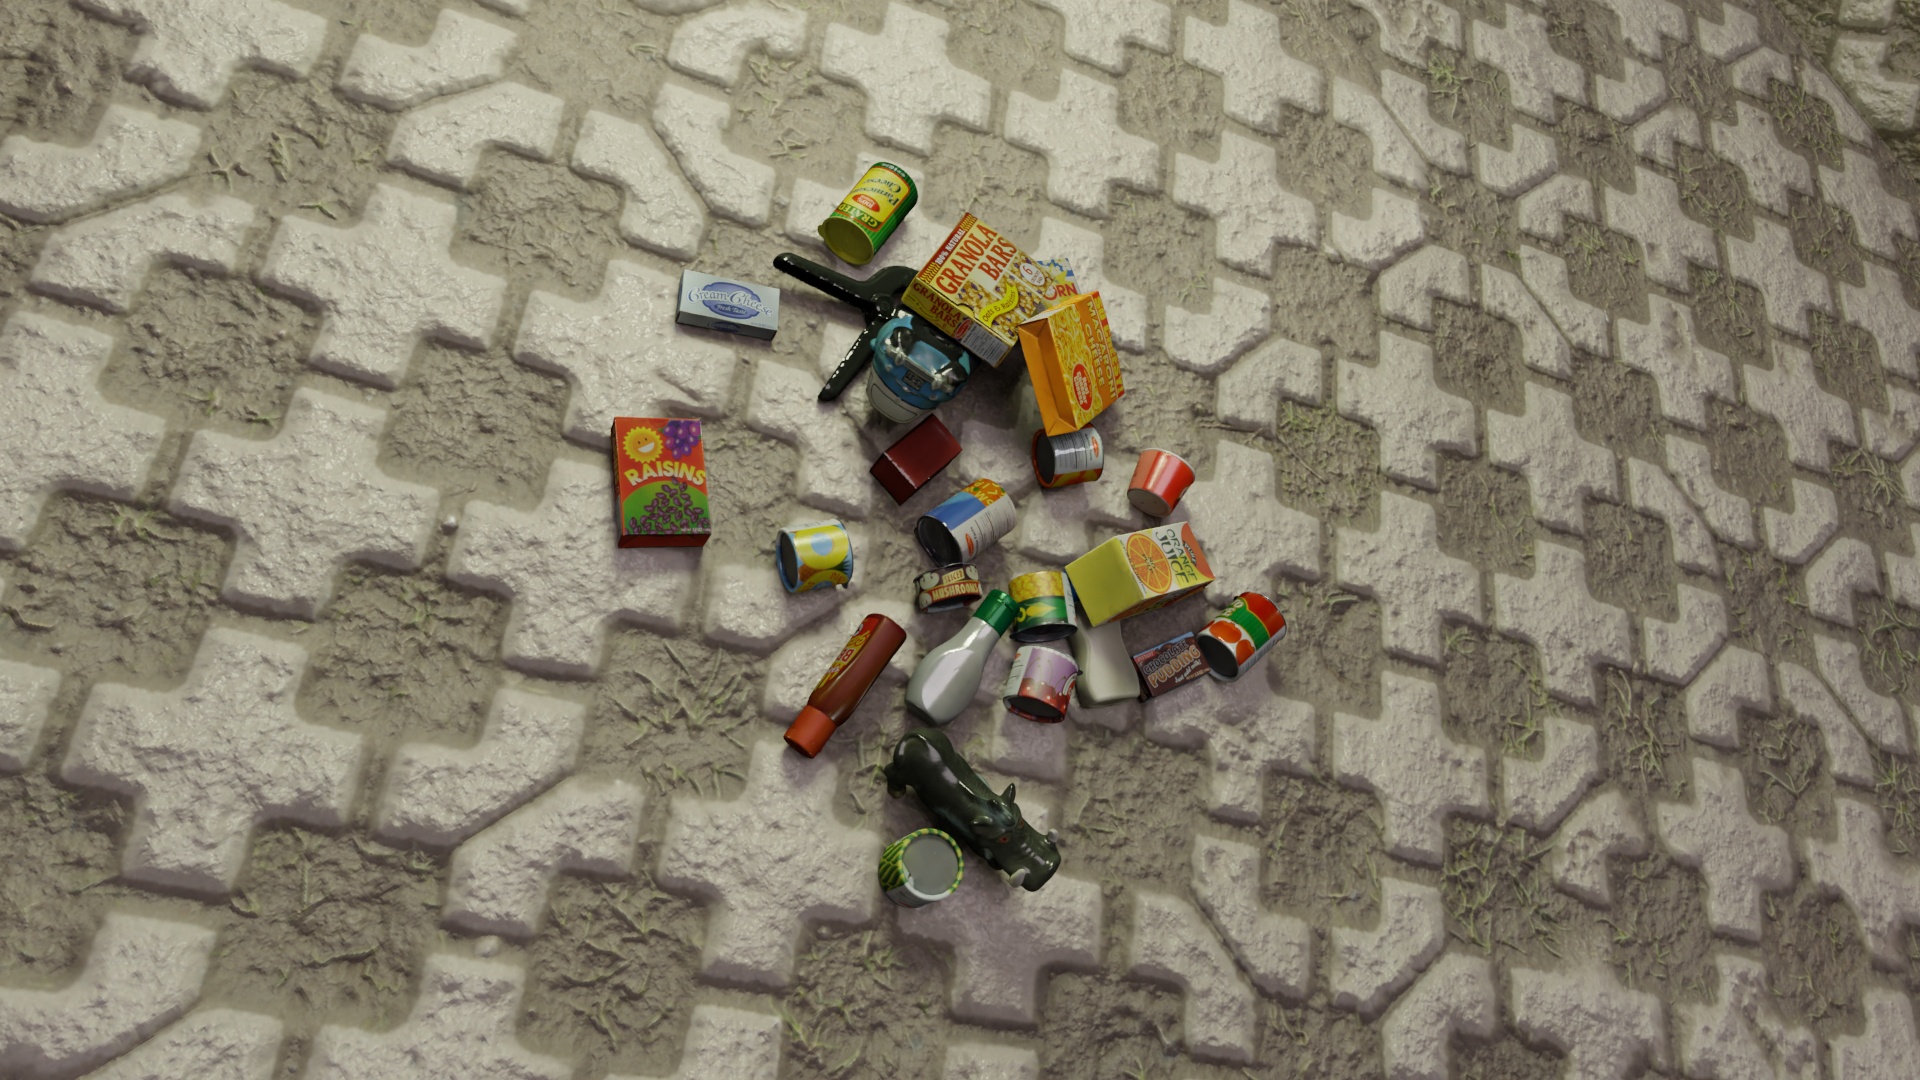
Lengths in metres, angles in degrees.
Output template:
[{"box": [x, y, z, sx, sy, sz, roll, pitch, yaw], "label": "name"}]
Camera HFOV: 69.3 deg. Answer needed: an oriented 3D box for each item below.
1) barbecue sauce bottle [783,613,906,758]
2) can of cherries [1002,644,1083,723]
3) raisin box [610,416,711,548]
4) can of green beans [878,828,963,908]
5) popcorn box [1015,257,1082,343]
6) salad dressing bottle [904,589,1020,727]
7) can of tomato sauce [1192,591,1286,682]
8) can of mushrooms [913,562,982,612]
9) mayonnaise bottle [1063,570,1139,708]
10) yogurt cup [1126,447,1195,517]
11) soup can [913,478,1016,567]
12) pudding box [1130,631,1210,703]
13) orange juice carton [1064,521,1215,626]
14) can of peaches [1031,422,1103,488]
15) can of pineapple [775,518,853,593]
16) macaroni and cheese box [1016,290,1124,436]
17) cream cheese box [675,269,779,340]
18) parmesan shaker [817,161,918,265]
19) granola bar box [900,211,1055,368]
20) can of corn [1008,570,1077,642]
[{"box": [-0.112, 0.139, 1.331, 0.043, 0.064, 0.149, 41, 68, -13], "label": "barbecue sauce bottle"}, {"box": [0.084, 0.146, 1.403, 0.071, 0.071, 0.058, 25, 62, -12], "label": "can of cherries"}, {"box": [-0.292, -0.057, 1.347, 0.086, 0.040, 0.124, -1, 69, -22], "label": "raisin box"}, {"box": [-0.037, 0.305, 1.294, 0.071, 0.057, 0.071, 8, 66, -20], "label": "can of green beans"}, {"box": [0.078, -0.274, 1.590, 0.127, 0.038, 0.085, -12, 75, -26], "label": "popcorn box"}, {"box": [0.004, 0.115, 1.382, 0.064, 0.044, 0.148, 44, 70, -16], "label": "salad dressing bottle"}, {"box": [0.302, 0.104, 1.513, 0.083, 0.071, 0.071, -36, 86, -29], "label": "can of tomato sauce"}, {"box": [-0.012, 0.048, 1.402, 0.071, 0.070, 0.033, -6, 74, -25], "label": "can of mushrooms"}, {"box": [0.142, 0.100, 1.463, 0.065, 0.041, 0.148, -4, 69, -26], "label": "mayonnaise bottle"}, {"box": [0.221, -0.063, 1.550, 0.072, 0.072, 0.054, 33, 69, -7], "label": "yogurt cup"}, {"box": [0.005, -0.018, 1.441, 0.084, 0.071, 0.071, -35, 86, -31], "label": "soup can"}, {"box": [0.220, 0.135, 1.487, 0.084, 0.030, 0.050, -18, 76, -28], "label": "pudding box"}, {"box": [0.203, 0.032, 1.477, 0.193, 0.072, 0.072, -10, 71, -51], "label": "orange juice carton"}, {"box": [0.115, -0.092, 1.516, 0.058, 0.071, 0.071, -9, 73, -20], "label": "can of peaches"}, {"box": [-0.143, 0.017, 1.363, 0.058, 0.070, 0.071, -10, 74, -25], "label": "can of pineapple"}, {"box": [0.124, -0.194, 1.508, 0.167, 0.040, 0.123, -38, 115, -59], "label": "macaroni and cheese box"}, {"box": [-0.243, -0.246, 1.454, 0.104, 0.024, 0.053, 8, 65, -20], "label": "cream cheese box"}, {"box": [-0.102, -0.364, 1.537, 0.071, 0.071, 0.103, 36, 60, -6], "label": "parmesan shaker"}, {"box": [0.022, -0.272, 1.491, 0.124, 0.039, 0.166, 35, 41, -6], "label": "granola bar box"}, {"box": [0.082, 0.069, 1.436, 0.071, 0.071, 0.058, 2, 68, -22], "label": "can of corn"}]
